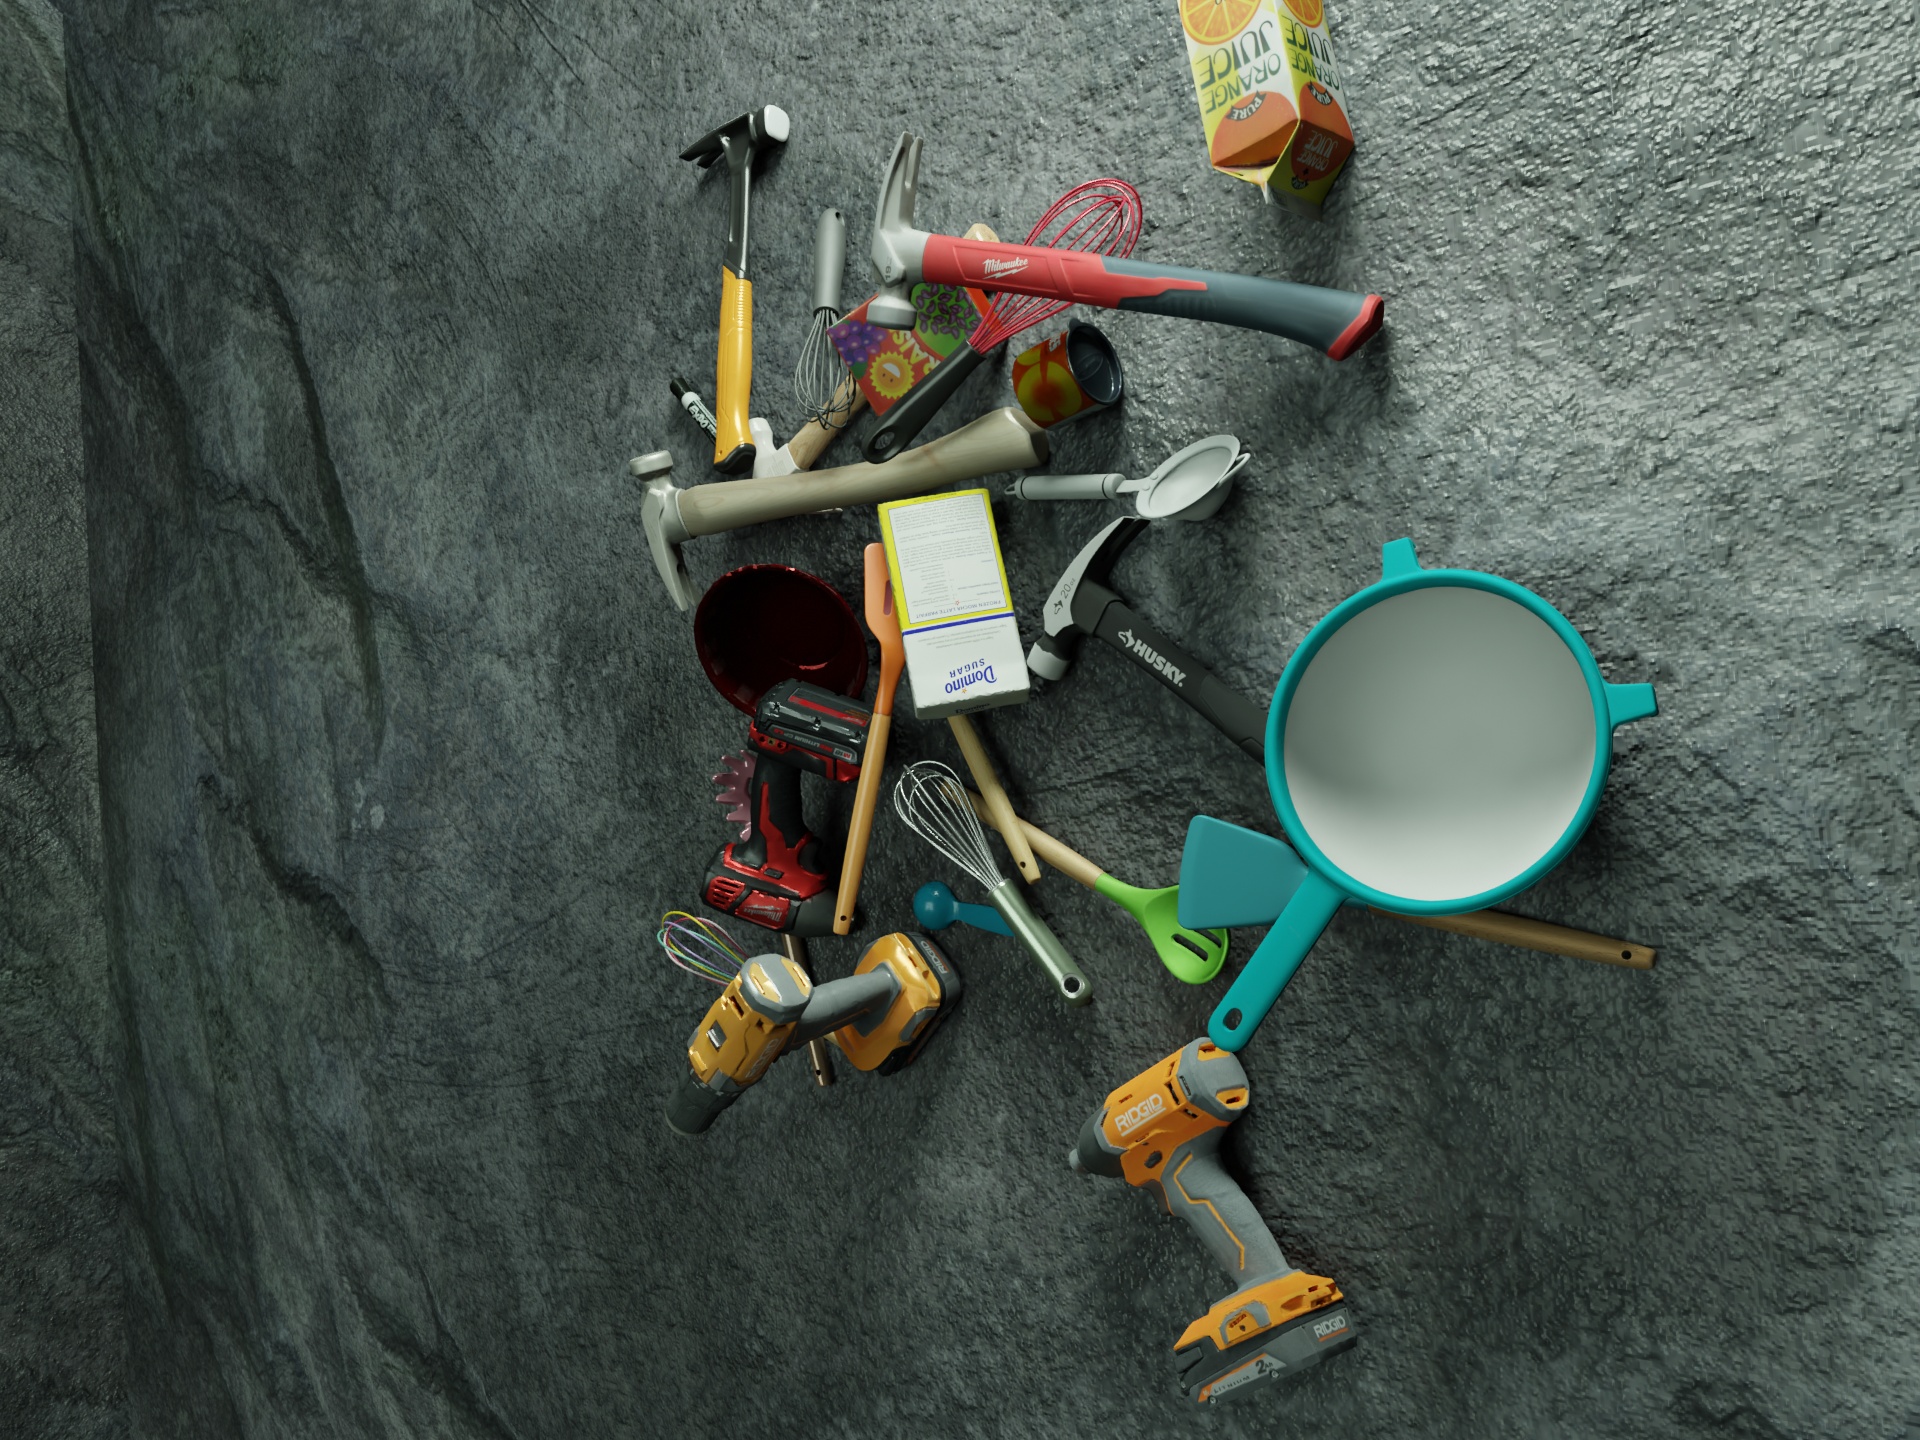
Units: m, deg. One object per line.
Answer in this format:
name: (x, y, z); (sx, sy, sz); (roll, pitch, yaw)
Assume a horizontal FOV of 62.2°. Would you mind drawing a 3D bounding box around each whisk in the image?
whisk: (0.026, -0.302, 1.232); (0.296, 0.073, 0.073); (-42, 64, 22)
whisk: (-0.178, 0.240, 1.441); (0.245, 0.051, 0.047); (27, 97, 20)
whisk: (-0.113, -0.349, 1.367); (0.055, 0.055, 0.239); (-26, 53, 40)
whisk: (0.026, 0.129, 1.277); (0.058, 0.059, 0.246); (-37, 71, -4)

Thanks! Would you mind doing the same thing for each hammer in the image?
hammer: (-0.213, -0.392, 1.475); (0.127, 0.034, 0.337); (-7, 80, 42)
hammer: (0.110, -0.327, 1.130); (0.386, 0.038, 0.143); (15, 105, 25)
hammer: (-0.108, -0.190, 1.364); (0.411, 0.038, 0.146); (-6, 106, 32)
hammer: (0.188, -0.017, 1.141); (0.335, 0.035, 0.146); (42, 118, 34)
hammer: (-0.077, -0.299, 1.379); (0.331, 0.031, 0.130); (-41, 64, 35)

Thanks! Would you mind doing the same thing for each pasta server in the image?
pasta server: (-0.165, 0.182, 1.468); (0.060, 0.040, 0.316); (-19, 79, 26)

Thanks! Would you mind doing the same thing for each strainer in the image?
strainer: (0.124, -0.175, 1.193); (0.258, 0.050, 0.087); (9, 54, 49)
strainer: (0.272, 0.071, 1.003); (0.211, 0.095, 0.340); (40, 106, 34)

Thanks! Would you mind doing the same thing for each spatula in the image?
spatula: (-0.068, 0.017, 1.306); (0.041, 0.081, 0.322); (-116, 37, -83)
spatula: (0.289, 0.126, 1.046); (0.318, 0.044, 0.082); (8, 91, 41)

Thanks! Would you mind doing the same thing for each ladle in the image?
ladle: (-0.002, -0.004, 1.307); (0.069, 0.031, 0.316); (-41, 61, 31)

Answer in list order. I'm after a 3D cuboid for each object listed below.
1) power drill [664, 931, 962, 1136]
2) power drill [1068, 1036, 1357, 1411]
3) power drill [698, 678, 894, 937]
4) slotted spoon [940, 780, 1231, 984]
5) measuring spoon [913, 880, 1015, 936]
power drill: (-0.127, 0.260, 1.306); (0.084, 0.226, 0.185); (52, 123, 29)
power drill: (0.168, 0.364, 1.141); (0.164, 0.084, 0.227); (-42, 60, 35)
power drill: (-0.136, 0.088, 1.392); (0.143, 0.078, 0.219); (19, 111, 4)
slotted spoon: (0.092, 0.112, 1.239); (0.314, 0.031, 0.070); (29, 110, 40)
measuring spoon: (0.005, 0.162, 1.320); (0.129, 0.021, 0.042); (7, 96, 43)
